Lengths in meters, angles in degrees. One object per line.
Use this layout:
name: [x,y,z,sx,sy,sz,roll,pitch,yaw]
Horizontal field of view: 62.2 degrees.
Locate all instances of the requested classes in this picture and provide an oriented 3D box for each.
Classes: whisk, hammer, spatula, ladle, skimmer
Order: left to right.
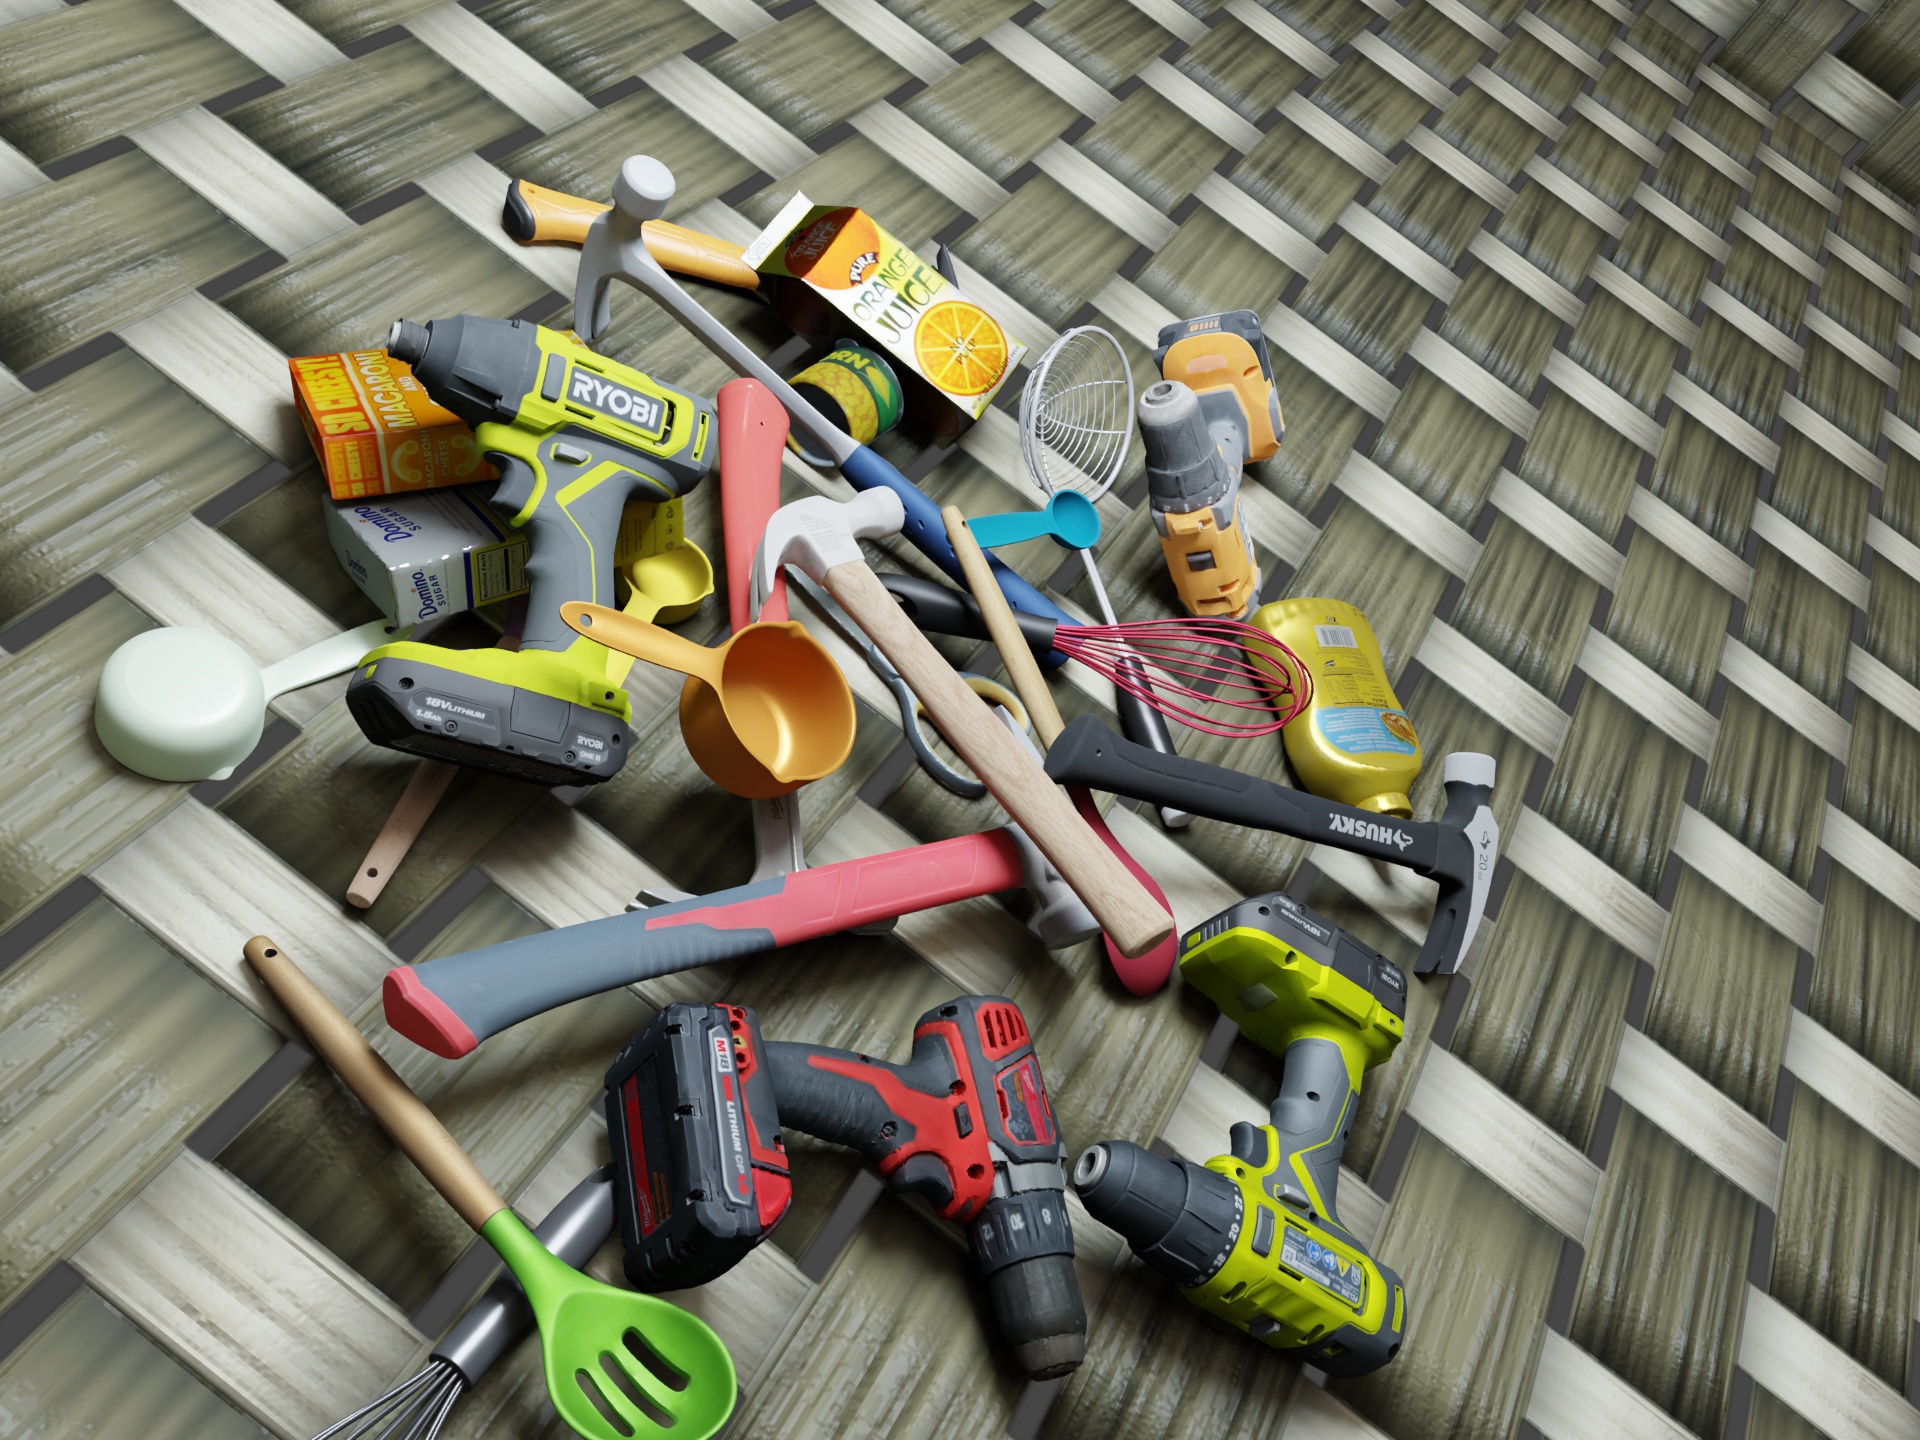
whisk: [-0.211,0.268,0.657,0.055,0.055,0.239,39,42,4]
spatula: [-0.258,-0.025,0.871,0.059,0.018,0.316,22,47,-6]
hammer: [-0.156,-0.332,1.147,0.336,0.034,0.127,10,53,-21]
hammer: [-0.123,-0.048,0.916,0.149,0.036,0.359,8,59,-29]
hammer: [-0.098,0.083,0.806,0.386,0.038,0.143,-9,68,-36]
hammer: [-0.082,-0.175,1.028,0.405,0.144,0.035,41,48,-6]
hammer: [-0.001,-0.003,0.878,0.130,0.031,0.331,-21,63,-40]
ladle: [0.057,0.013,0.946,0.069,0.031,0.315,-13,76,-54]
whisk: [0.076,-0.047,0.994,0.296,0.073,0.073,14,49,0]
skimmer: [0.119,-0.105,1.082,0.127,0.090,0.364,26,41,-53]
hammer: [0.197,0.061,0.972,0.334,0.035,0.146,15,77,-26]

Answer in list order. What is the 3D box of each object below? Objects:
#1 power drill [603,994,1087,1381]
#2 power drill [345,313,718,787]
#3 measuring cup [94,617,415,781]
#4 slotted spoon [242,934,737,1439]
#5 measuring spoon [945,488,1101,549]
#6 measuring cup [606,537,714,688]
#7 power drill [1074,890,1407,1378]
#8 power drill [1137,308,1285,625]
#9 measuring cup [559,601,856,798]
power drill: [-0.041,0.220,0.749,0.226,0.080,0.188,9,52,-35]
power drill: [-0.226,-0.089,0.812,0.171,0.080,0.223,18,73,-33]
measuring cup: [-0.351,-0.029,0.809,0.167,0.038,0.083,-30,73,-38]
slotted spoon: [-0.215,0.196,0.684,0.314,0.031,0.070,39,39,21]
measuring spoon: [0.037,-0.121,1.018,0.128,0.021,0.042,-13,80,-37]
measuring cup: [-0.192,-0.048,0.918,0.062,0.029,0.157,26,50,-8]
power drill: [0.160,0.211,0.860,0.190,0.080,0.229,33,48,-15]
power drill: [0.174,-0.206,1.139,0.084,0.185,0.226,-6,44,22]
measuring cup: [-0.136,-0.016,0.812,0.173,0.052,0.095,23,55,-33]
